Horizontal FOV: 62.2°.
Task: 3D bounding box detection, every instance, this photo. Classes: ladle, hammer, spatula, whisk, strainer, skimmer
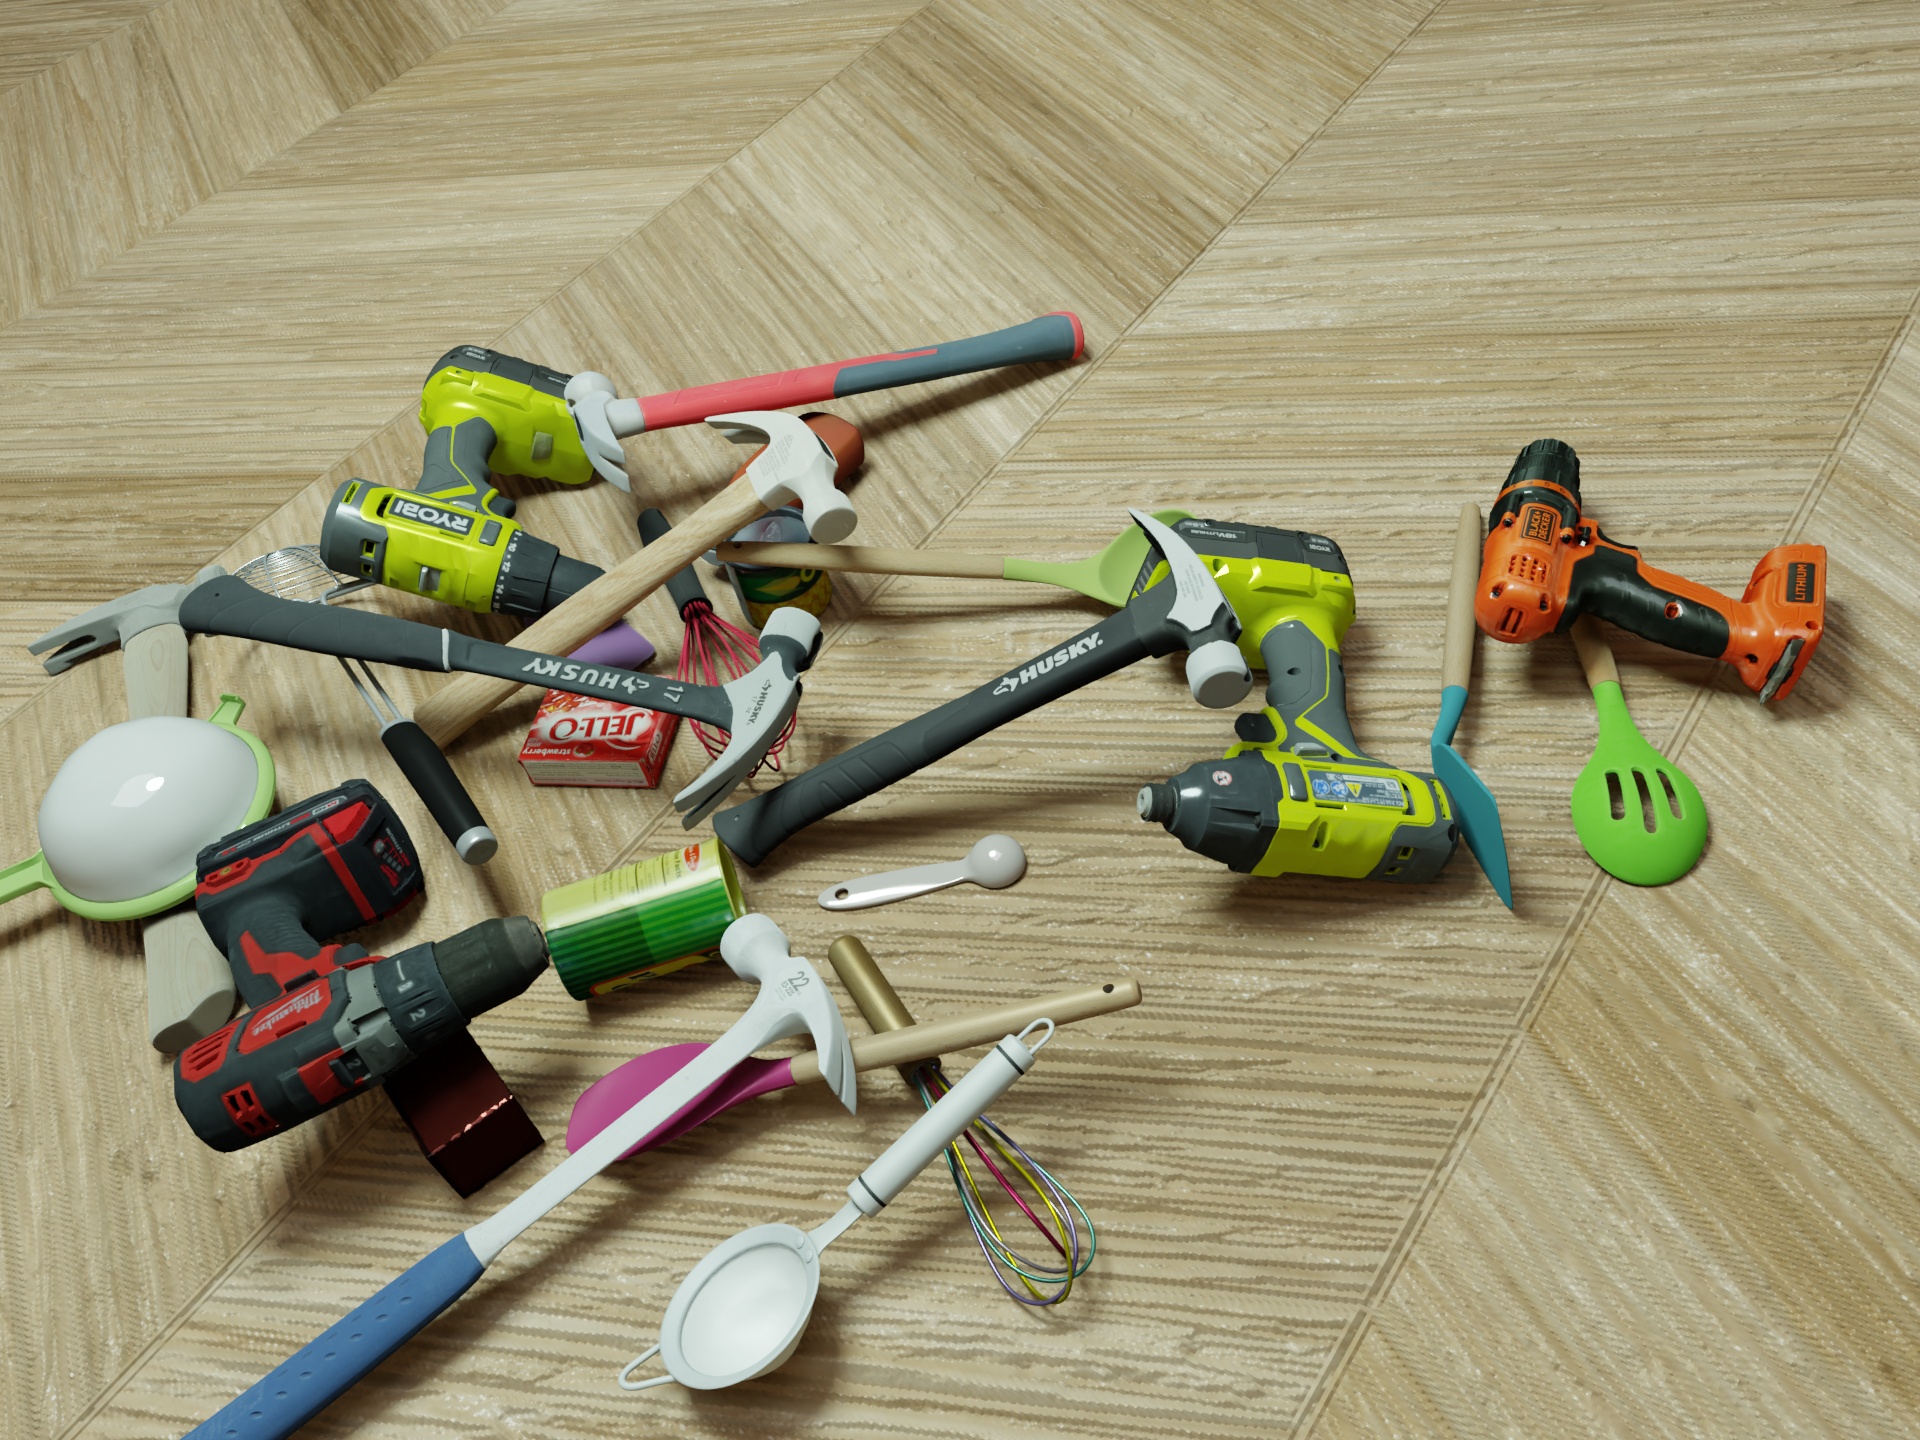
[{"bbox_3d":[0.002,-0.108,1.025,0.320,0.062,0.078,3,51,-1],"label":"ladle"},{"bbox_3d":[-0.296,-0.034,0.966,0.409,0.036,0.149,10,55,14],"label":"hammer"},{"bbox_3d":[-0.337,-0.105,1.157,0.316,0.018,0.060,33,58,32],"label":"spatula"},{"bbox_3d":[-0.171,-0.063,1.061,0.073,0.073,0.296,-23,44,-9],"label":"whisk"},{"bbox_3d":[-0.556,0.067,0.972,0.256,0.069,0.152,-26,50,-9],"label":"strainer"},{"bbox_3d":[-0.083,-0.242,1.156,0.386,0.038,0.143,-14,36,-17],"label":"hammer"},{"bbox_3d":[-0.226,0.254,0.776,0.405,0.035,0.144,-37,36,-13],"label":"hammer"},{"bbox_3d":[-0.536,0.052,1.049,0.146,0.038,0.411,-24,49,-7],"label":"hammer"},{"bbox_3d":[0.305,-0.032,0.939,0.044,0.082,0.318,-3,42,24],"label":"spatula"},{"bbox_3d":[-0.221,-0.085,1.026,0.331,0.031,0.130,-33,55,11],"label":"hammer"},{"bbox_3d":[-0.001,-0.003,0.909,0.335,0.035,0.146,-27,43,17],"label":"hammer"},{"bbox_3d":[-0.385,-0.008,1.035,0.127,0.090,0.364,-24,50,-29],"label":"skimmer"},{"bbox_3d":[-0.006,0.192,0.811,0.051,0.047,0.245,-29,47,-12],"label":"whisk"},{"bbox_3d":[-0.049,0.234,0.754,0.258,0.050,0.087,-43,30,-6],"label":"strainer"}]

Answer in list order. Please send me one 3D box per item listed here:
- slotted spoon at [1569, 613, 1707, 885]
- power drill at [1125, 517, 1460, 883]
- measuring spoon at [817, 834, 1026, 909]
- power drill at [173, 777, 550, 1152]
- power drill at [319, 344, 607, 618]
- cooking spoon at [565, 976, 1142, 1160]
[{"bbox_3d":[0.375,-0.037,0.945,0.070,0.031,0.314,-3,47,7],"label":"slotted spoon"},{"bbox_3d":[0.171,-0.011,0.904,0.171,0.080,0.223,6,47,-13],"label":"power drill"},{"bbox_3d":[-0.024,0.088,0.921,0.124,0.018,0.034,-13,48,1],"label":"measuring spoon"},{"bbox_3d":[-0.331,0.120,0.875,0.188,0.080,0.227,-26,32,-11],"label":"power drill"},{"bbox_3d":[-0.325,-0.162,1.135,0.190,0.080,0.229,16,42,-11],"label":"power drill"},{"bbox_3d":[-0.061,0.175,0.816,0.319,0.017,0.069,-16,37,14],"label":"cooking spoon"}]
